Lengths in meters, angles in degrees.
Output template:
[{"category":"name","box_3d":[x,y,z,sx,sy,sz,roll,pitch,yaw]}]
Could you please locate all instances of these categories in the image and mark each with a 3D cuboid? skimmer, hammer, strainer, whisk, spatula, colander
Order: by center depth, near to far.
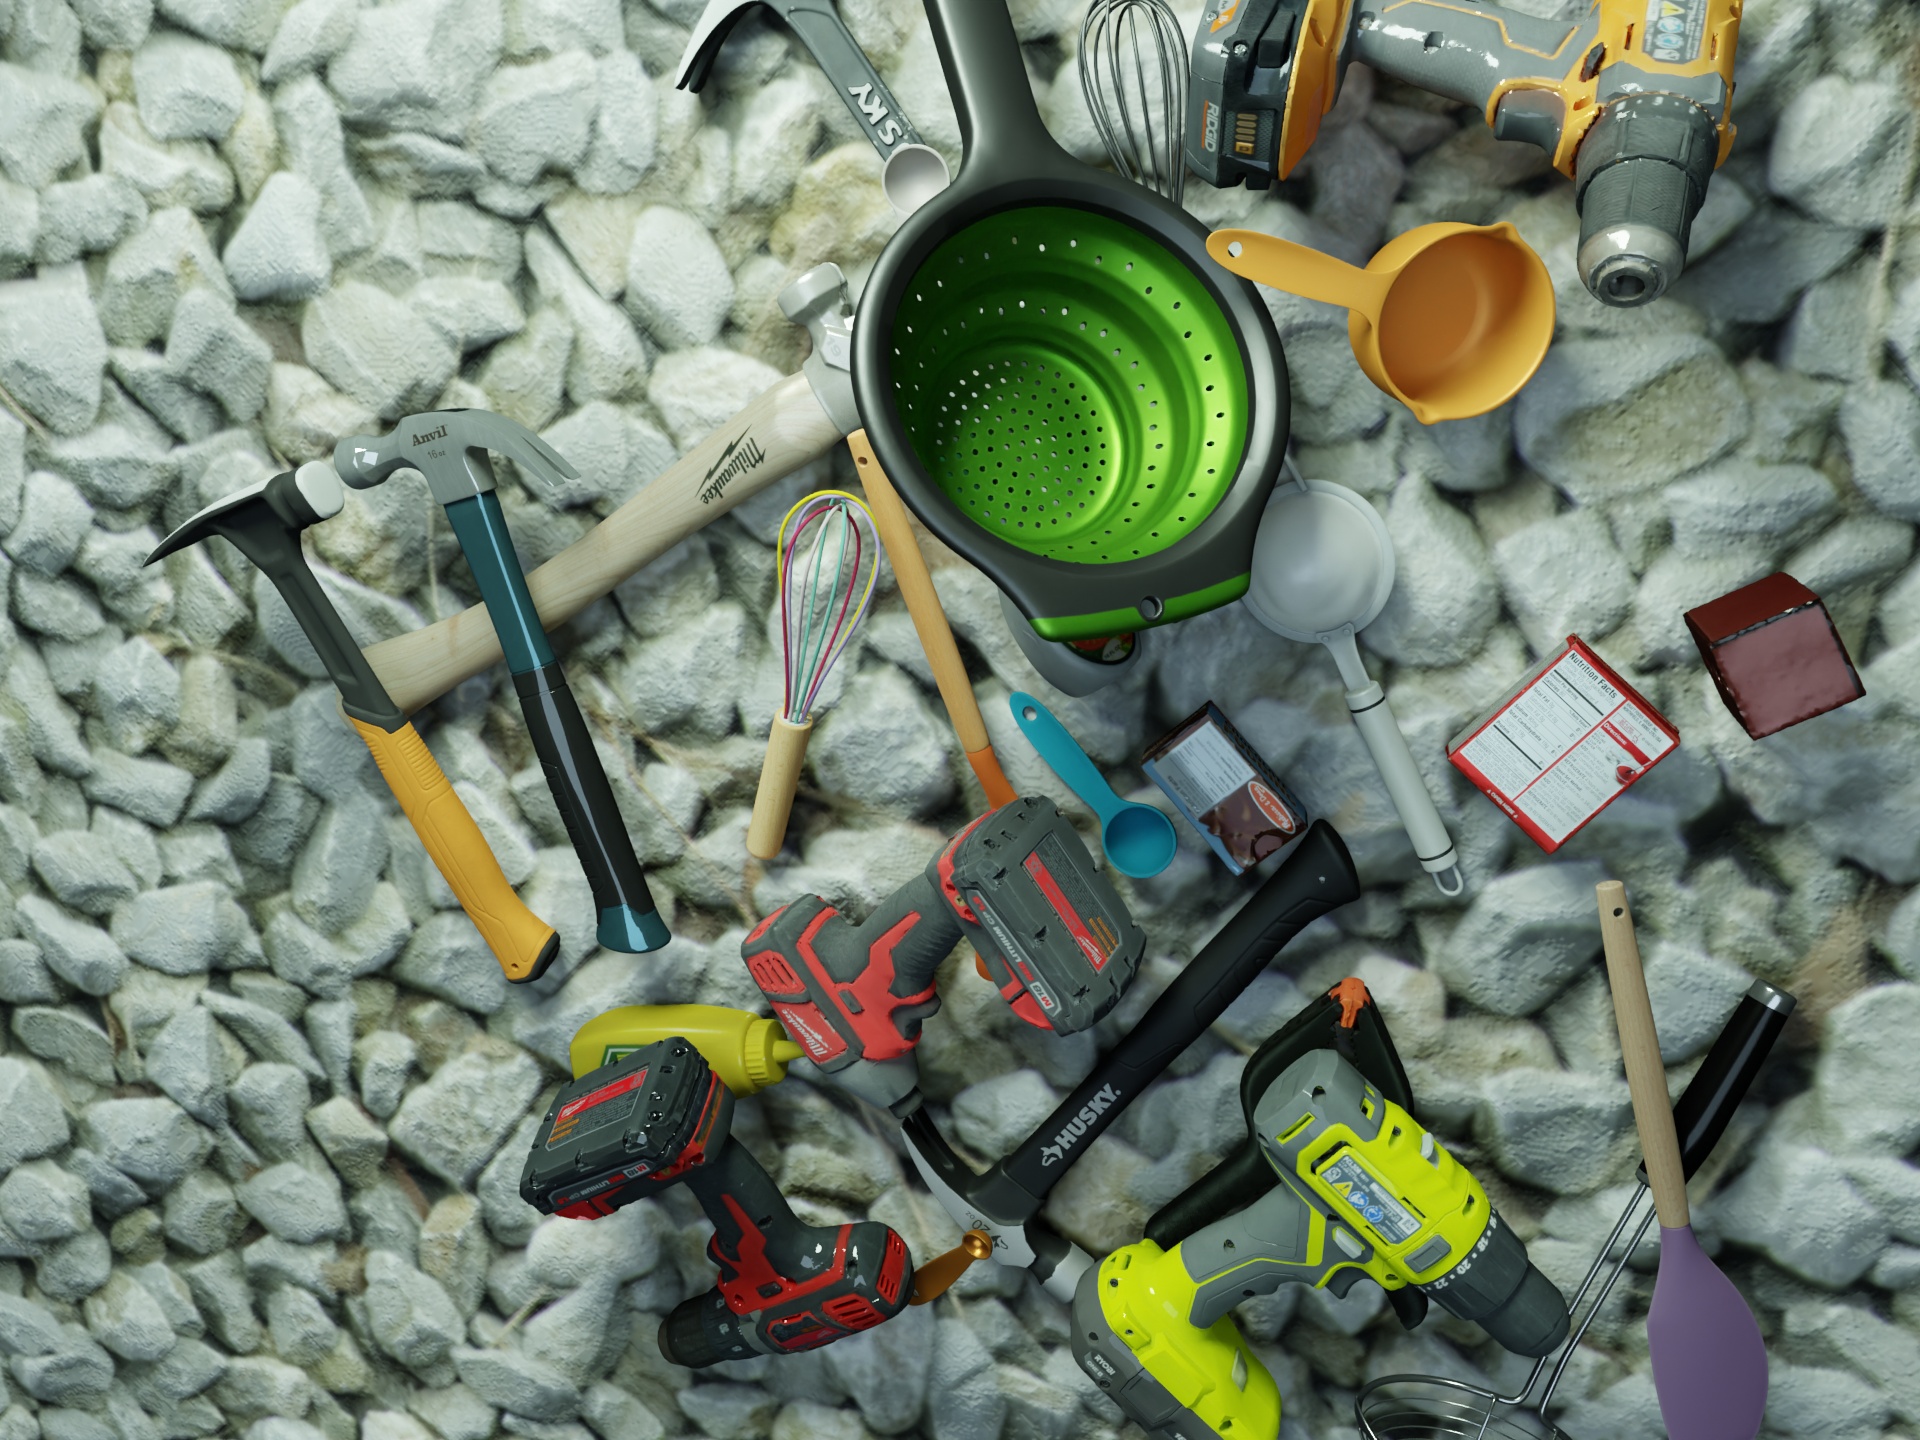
[{"category":"colander","box_3d":[0.021,-0.223,0.753,0.204,0.094,0.397,-13,83,-17]},{"category":"whisk","box_3d":[0.101,-0.241,0.787,0.055,0.055,0.239,-9,106,17]},{"category":"spatula","box_3d":[0.363,0.232,0.812,0.060,0.018,0.316,-15,98,2]},{"category":"hammer","box_3d":[0.010,-0.226,0.820,0.149,0.036,0.409,-32,95,21]},{"category":"strainer","box_3d":[0.207,-0.019,0.824,0.087,0.050,0.258,-20,103,34]},{"category":"spatula","box_3d":[-0.001,-0.003,0.864,0.081,0.041,0.322,-10,112,28]},{"category":"whisk","box_3d":[-0.091,-0.021,0.876,0.047,0.051,0.244,-3,129,-28]},{"category":"skimmer","box_3d":[0.344,0.294,0.878,0.127,0.090,0.363,27,100,3]},{"category":"hammer","box_3d":[0.103,0.183,0.907,0.146,0.035,0.334,39,110,1]},{"category":"hammer","box_3d":[-0.239,-0.017,0.907,0.128,0.033,0.331,-13,104,18]},{"category":"hammer","box_3d":[-0.197,-0.087,0.911,0.410,0.038,0.146,-29,97,20]},{"category":"hammer","box_3d":[-0.341,0.018,0.943,0.127,0.034,0.336,-17,111,22]}]

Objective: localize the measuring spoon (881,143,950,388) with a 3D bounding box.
[{"category":"measuring spoon","box_3d":[-0.026,-0.227,0.806,0.034,0.018,0.124,10,114,6]}]

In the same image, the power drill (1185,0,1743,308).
[{"category":"power drill","box_3d":[0.215,-0.266,0.689,0.226,0.084,0.185,12,63,12]}]

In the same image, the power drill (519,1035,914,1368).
[{"category":"power drill","box_3d":[-0.161,0.310,0.965,0.188,0.080,0.226,-28,117,25]}]

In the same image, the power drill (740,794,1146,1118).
[{"category":"power drill","box_3d":[-0.014,0.141,0.883,0.219,0.078,0.143,-30,97,38]}]

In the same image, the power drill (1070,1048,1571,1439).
[{"category":"power drill","box_3d":[0.189,0.310,0.861,0.190,0.080,0.228,44,114,1]}]

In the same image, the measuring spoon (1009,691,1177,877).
[{"category":"measuring spoon","box_3d":[0.073,0.032,0.887,0.042,0.021,0.129,-43,82,21]}]

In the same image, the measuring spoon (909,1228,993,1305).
[{"category":"measuring spoon","box_3d":[-0.010,0.334,0.970,0.021,0.011,0.117,43,135,5]}]

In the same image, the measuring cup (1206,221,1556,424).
[{"category":"measuring cup","box_3d":[0.189,-0.201,0.744,0.173,0.052,0.095,14,110,-12]}]
